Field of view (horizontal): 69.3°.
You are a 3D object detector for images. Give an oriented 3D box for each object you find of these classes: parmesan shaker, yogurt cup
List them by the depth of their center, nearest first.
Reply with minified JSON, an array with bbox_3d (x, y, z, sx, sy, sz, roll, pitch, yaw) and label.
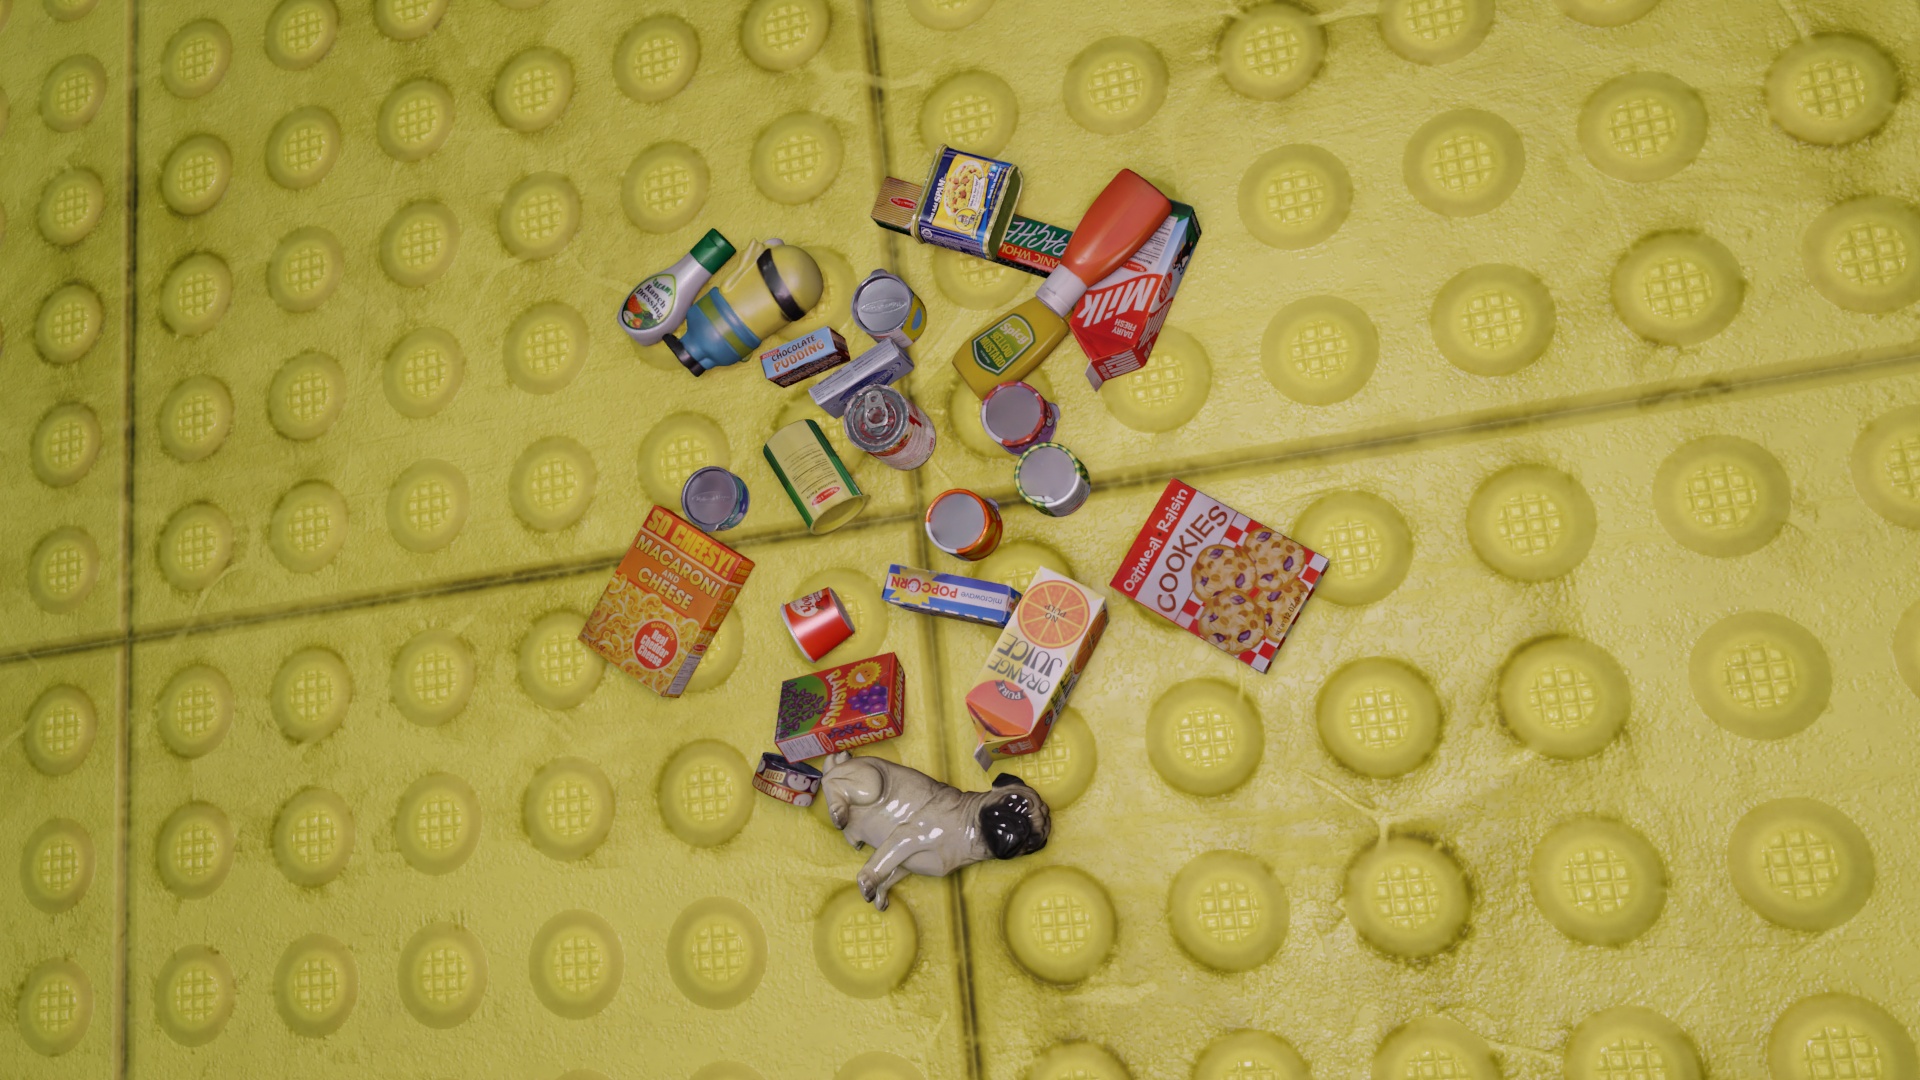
[{"bbox_3d":[-0.143,0.083,1.411,0.054,0.072,0.072,-29,75,1],"label":"yogurt cup"},{"bbox_3d":[-0.149,-0.068,1.436,0.071,0.071,0.103,-35,73,8],"label":"parmesan shaker"}]

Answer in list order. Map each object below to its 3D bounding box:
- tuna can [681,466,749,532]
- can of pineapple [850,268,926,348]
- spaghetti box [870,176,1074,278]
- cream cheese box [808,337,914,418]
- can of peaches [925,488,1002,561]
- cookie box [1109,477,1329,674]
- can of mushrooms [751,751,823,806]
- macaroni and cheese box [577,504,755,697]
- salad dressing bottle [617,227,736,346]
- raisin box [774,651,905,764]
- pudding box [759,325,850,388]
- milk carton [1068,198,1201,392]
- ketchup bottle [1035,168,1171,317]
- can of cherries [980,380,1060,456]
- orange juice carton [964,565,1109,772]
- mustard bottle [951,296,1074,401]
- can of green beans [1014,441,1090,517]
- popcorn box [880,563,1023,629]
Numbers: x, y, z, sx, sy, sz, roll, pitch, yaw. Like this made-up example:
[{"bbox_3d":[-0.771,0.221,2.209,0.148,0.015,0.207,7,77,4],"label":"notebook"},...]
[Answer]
[{"bbox_3d":[-0.260,-0.042,1.478,0.071,0.033,0.071,-2,80,15],"label":"tuna can"},{"bbox_3d":[-0.073,-0.240,1.447,0.071,0.058,0.071,-2,81,15],"label":"can of pineapple"},{"bbox_3d":[0.026,-0.321,1.448,0.250,0.028,0.050,21,87,18],"label":"spaghetti box"},{"bbox_3d":[-0.102,-0.168,1.446,0.104,0.053,0.024,-32,73,8],"label":"cream cheese box"},{"bbox_3d":[0.005,-0.017,1.389,0.071,0.058,0.071,-2,81,16],"label":"can of peaches"},{"bbox_3d":[0.246,0.032,1.323,0.167,0.040,0.123,30,90,18],"label":"cookie box"},{"bbox_3d":[-0.174,0.239,1.388,0.071,0.071,0.033,21,89,17],"label":"can of mushrooms"},{"bbox_3d":[-0.312,0.064,1.471,0.124,0.040,0.166,30,90,18],"label":"macaroni and cheese box"},{"bbox_3d":[-0.311,-0.279,1.526,0.147,0.044,0.064,-44,74,5],"label":"salad dressing bottle"},{"bbox_3d":[-0.119,0.165,1.380,0.123,0.040,0.086,-16,36,12],"label":"raisin box"},{"bbox_3d":[-0.164,-0.194,1.469,0.083,0.049,0.030,-21,78,11],"label":"pudding box"},{"bbox_3d":[0.166,-0.242,1.375,0.073,0.072,0.190,22,87,18],"label":"milk carton"},{"bbox_3d":[0.132,-0.281,1.330,0.065,0.043,0.148,42,94,20],"label":"ketchup bottle"},{"bbox_3d":[0.060,-0.124,1.391,0.071,0.058,0.071,-2,81,15],"label":"can of cherries"},{"bbox_3d":[0.065,0.129,1.318,0.073,0.071,0.193,25,74,18],"label":"orange juice carton"},{"bbox_3d":[0.068,-0.210,1.408,0.160,0.049,0.065,-39,75,6],"label":"mustard bottle"},{"bbox_3d":[0.091,-0.060,1.372,0.071,0.058,0.071,-2,80,15],"label":"can of green beans"},{"bbox_3d":[-0.003,0.057,1.364,0.127,0.085,0.038,10,83,17],"label":"popcorn box"}]
